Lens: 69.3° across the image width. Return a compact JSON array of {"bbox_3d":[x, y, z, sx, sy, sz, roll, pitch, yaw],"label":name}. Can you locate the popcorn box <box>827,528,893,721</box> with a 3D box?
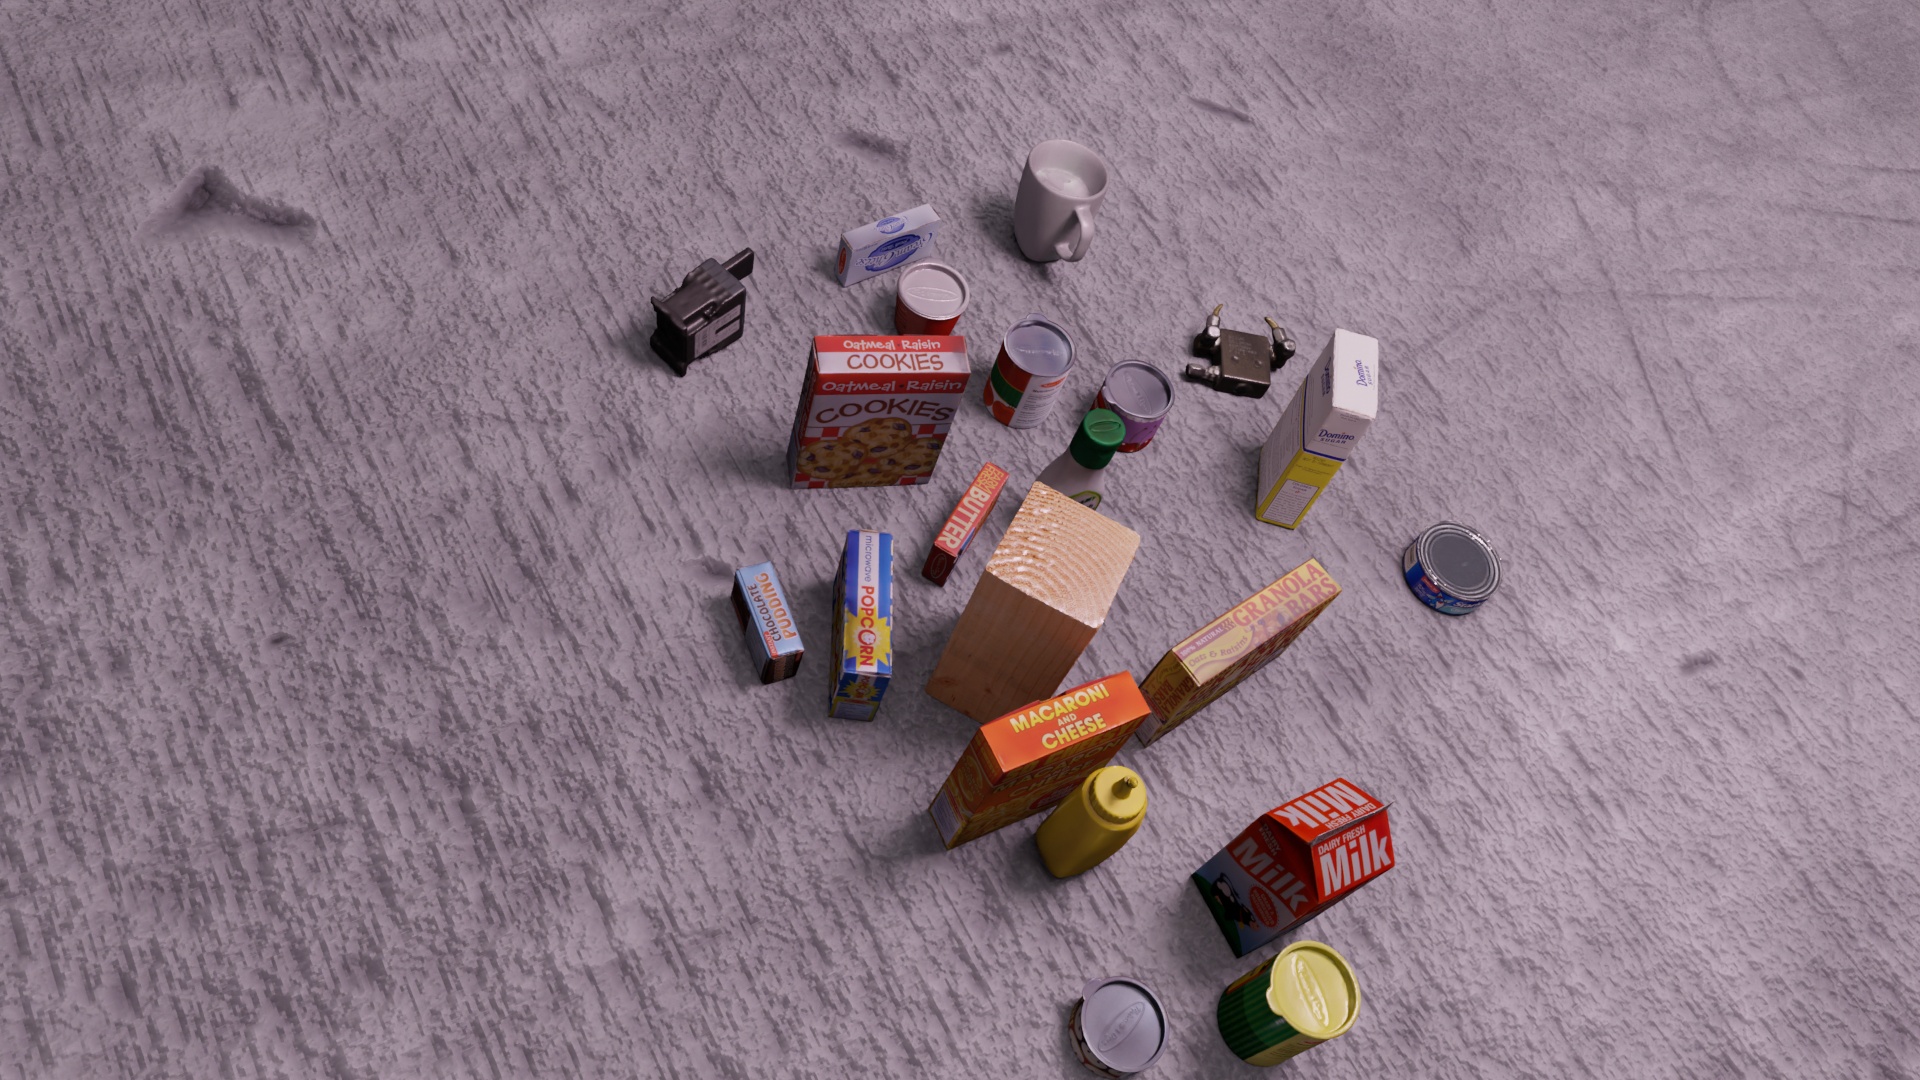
[{"bbox_3d":[-0.078,0.066,1.086,0.038,0.084,0.127,6,58,-12],"label":"popcorn box"}]

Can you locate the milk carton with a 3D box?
[{"bbox_3d":[0.245,0.234,1.008,0.072,0.189,0.073,-18,66,-24],"label":"milk carton"}]

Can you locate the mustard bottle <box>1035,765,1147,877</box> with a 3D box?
[{"bbox_3d":[0.102,0.198,1.009,0.065,0.159,0.049,-20,66,-25],"label":"mustard bottle"}]

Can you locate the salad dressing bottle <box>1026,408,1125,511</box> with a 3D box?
[{"bbox_3d":[0.098,-0.055,1.171,0.064,0.147,0.044,-8,62,-20],"label":"salad dressing bottle"}]

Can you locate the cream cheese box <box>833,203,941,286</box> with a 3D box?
[{"bbox_3d":[-0.070,-0.281,1.321,0.104,0.053,0.024,-27,69,-27],"label":"cream cheese box"}]

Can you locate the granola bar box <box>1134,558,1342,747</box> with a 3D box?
[{"bbox_3d":[0.218,0.091,1.128,0.166,0.123,0.039,-28,70,-28],"label":"granola bar box"}]

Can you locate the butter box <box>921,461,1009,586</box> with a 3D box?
[{"bbox_3d":[0.004,-0.015,1.178,0.024,0.052,0.104,30,56,4],"label":"butter box"}]

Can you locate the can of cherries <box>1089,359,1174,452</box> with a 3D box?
[{"bbox_3d":[0.154,-0.124,1.282,0.071,0.058,0.072,7,58,-11],"label":"can of cherries"}]

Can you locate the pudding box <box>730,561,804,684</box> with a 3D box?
[{"bbox_3d":[-0.152,0.064,1.088,0.030,0.049,0.084,-14,64,-23],"label":"pudding box"}]

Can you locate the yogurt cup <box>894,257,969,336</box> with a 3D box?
[{"bbox_3d":[-0.030,-0.217,1.292,0.072,0.053,0.073,7,58,-11],"label":"yogurt cup"}]

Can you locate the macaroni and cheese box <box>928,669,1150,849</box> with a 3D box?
[{"bbox_3d":[0.053,0.162,1.014,0.124,0.165,0.040,-18,66,-24],"label":"macaroni and cheese box"}]

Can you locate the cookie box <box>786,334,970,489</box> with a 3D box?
[{"bbox_3d":[-0.071,-0.105,1.144,0.123,0.166,0.040,-3,60,-17],"label":"cookie box"}]

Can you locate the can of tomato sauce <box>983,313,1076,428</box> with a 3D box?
[{"bbox_3d":[0.061,-0.152,1.260,0.071,0.082,0.071,7,58,-11],"label":"can of tomato sauce"}]

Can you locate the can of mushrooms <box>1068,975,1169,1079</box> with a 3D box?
[{"bbox_3d":[0.112,0.347,0.996,0.071,0.033,0.071,7,58,-11],"label":"can of mushrooms"}]

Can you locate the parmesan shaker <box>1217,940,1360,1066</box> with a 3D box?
[{"bbox_3d":[0.230,0.334,0.995,0.071,0.102,0.071,7,58,-11],"label":"parmesan shaker"}]
